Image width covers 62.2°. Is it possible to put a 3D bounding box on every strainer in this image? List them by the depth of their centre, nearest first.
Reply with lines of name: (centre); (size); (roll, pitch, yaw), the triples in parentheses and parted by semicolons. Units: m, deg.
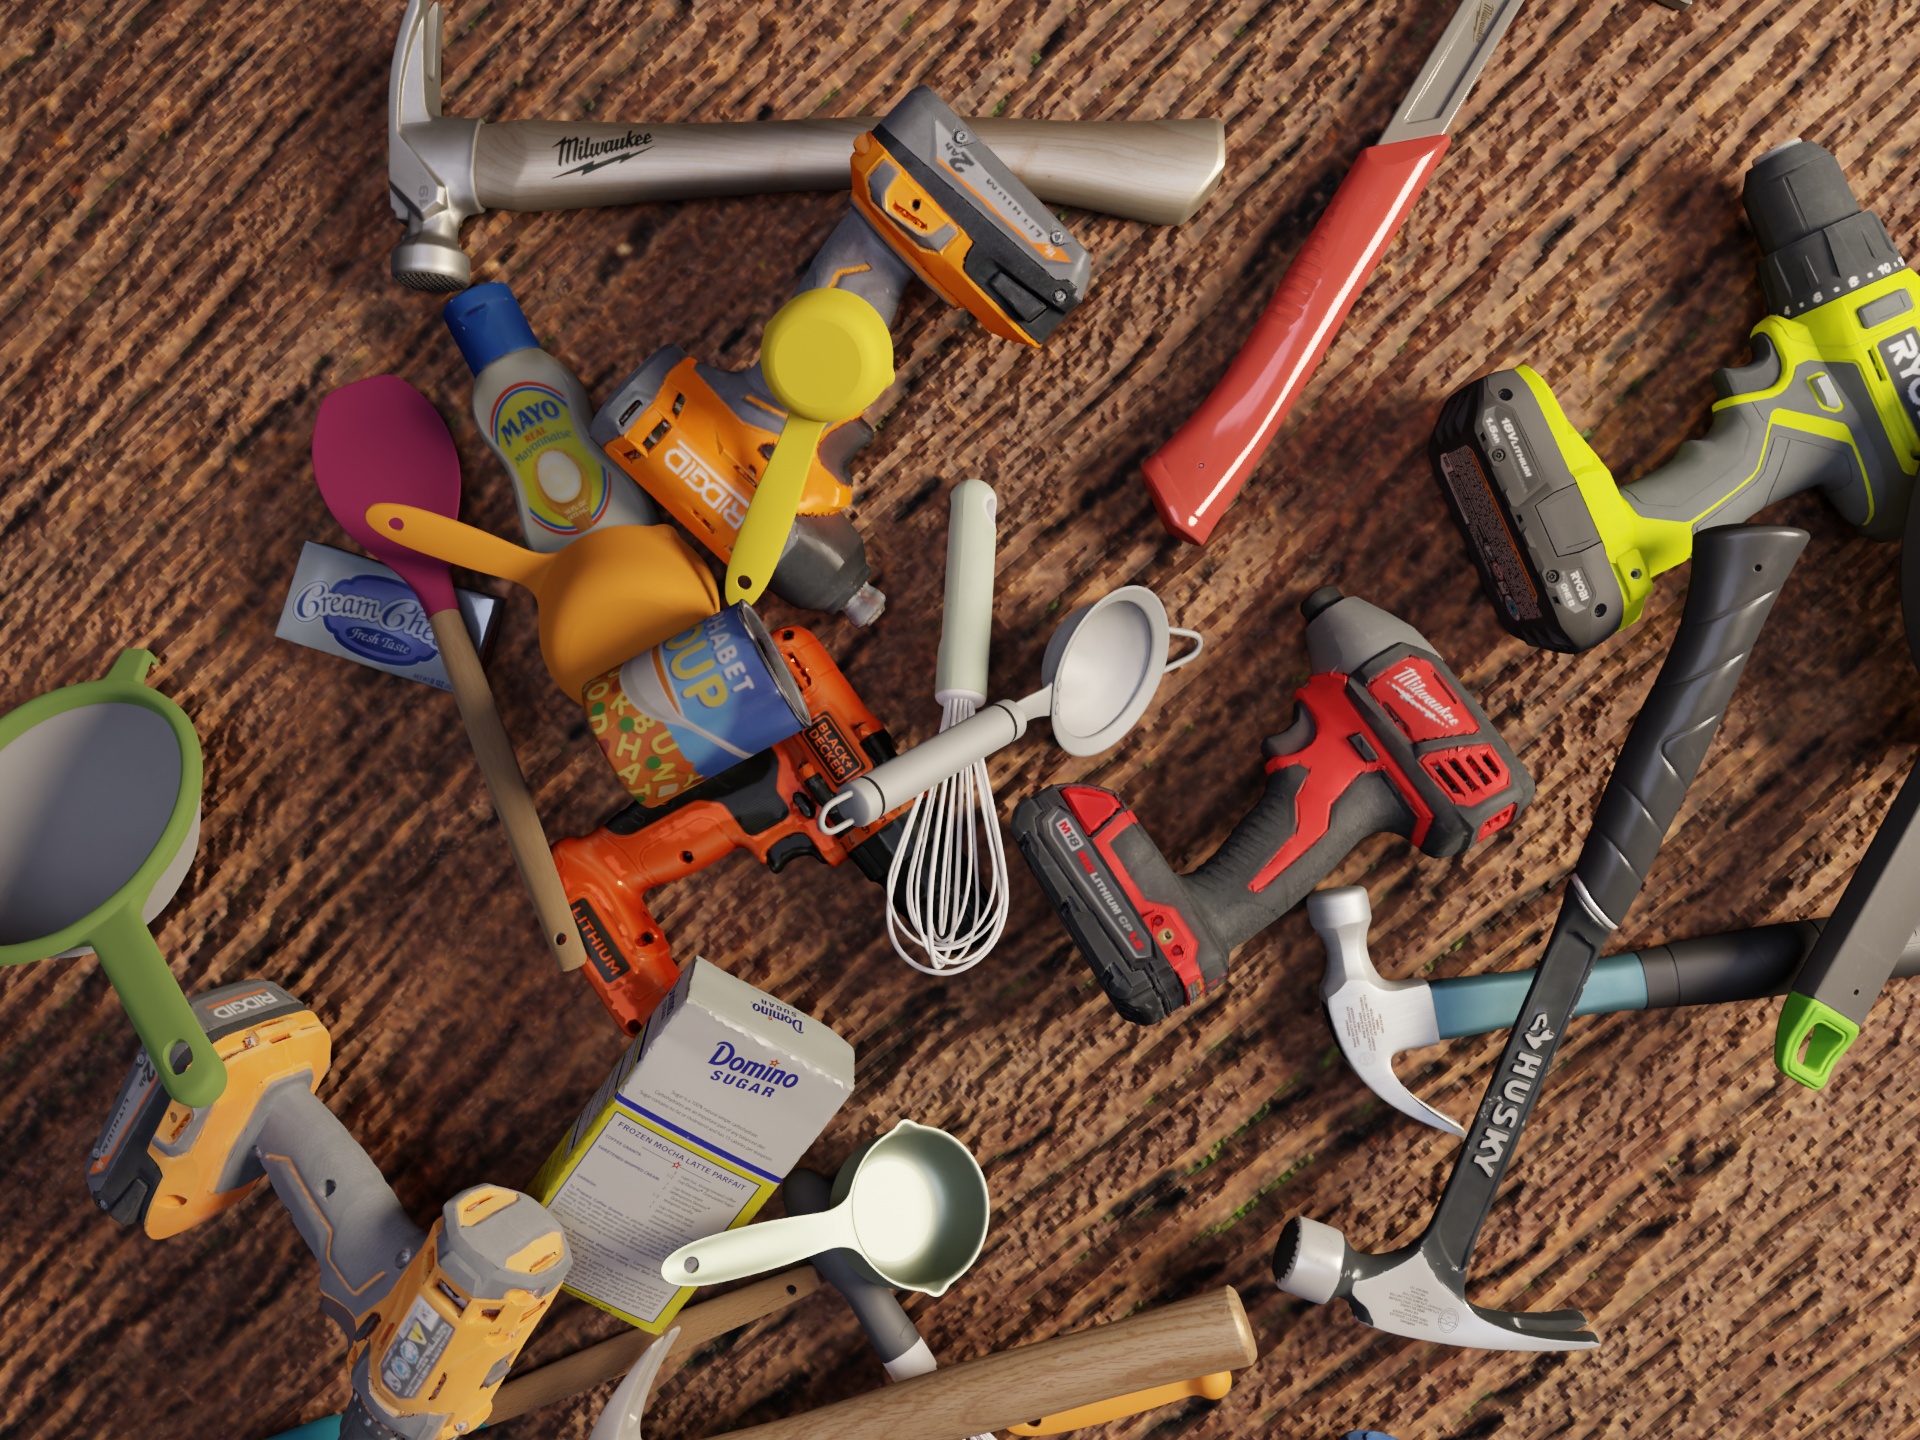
strainer: (0.023, -0.004, 0.712); (0.050, 0.258, 0.086); (22, 122, 32)
strainer: (-0.395, 0.092, 0.758); (0.151, 0.069, 0.257); (-39, 61, -10)

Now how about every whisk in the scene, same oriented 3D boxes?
whisk: (-0.001, -0.002, 0.751); (0.059, 0.057, 0.246); (-4, 69, 20)
whisk: (-0.007, 0.344, 0.782); (0.070, 0.070, 0.285); (-33, 84, 3)

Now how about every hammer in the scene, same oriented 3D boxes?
hammer: (0.285, 0.103, 0.722); (0.149, 0.036, 0.409); (20, 99, 0)
hammer: (-0.025, 0.323, 0.746); (0.331, 0.031, 0.130); (-20, 82, 10)
hammer: (0.342, 0.122, 0.770); (0.331, 0.033, 0.128); (-9, 89, 3)
hammer: (0.205, -0.241, 0.771); (0.149, 0.036, 0.359); (31, 92, 2)
hammer: (-0.077, -0.288, 0.785); (0.410, 0.038, 0.146); (0, 89, 2)

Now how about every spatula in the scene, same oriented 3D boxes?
spatula: (-0.217, 0.343, 0.796); (0.317, 0.044, 0.082); (-23, 92, 2)

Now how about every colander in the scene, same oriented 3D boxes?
colander: (0.484, -0.005, 0.691); (0.204, 0.094, 0.397); (29, 90, -22)

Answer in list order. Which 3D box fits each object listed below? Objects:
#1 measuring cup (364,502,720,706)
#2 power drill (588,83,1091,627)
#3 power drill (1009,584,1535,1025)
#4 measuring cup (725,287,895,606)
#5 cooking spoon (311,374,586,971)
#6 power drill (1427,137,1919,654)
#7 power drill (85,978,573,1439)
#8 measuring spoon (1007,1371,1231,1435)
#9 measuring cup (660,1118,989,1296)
measuring cup: (-0.193, -0.057, 0.746); (0.173, 0.052, 0.095); (20, 115, -26)
power drill: (-0.043, -0.160, 0.748); (0.164, 0.084, 0.226); (44, 105, -10)
power drill: (0.141, 0.035, 0.752); (0.219, 0.078, 0.143); (-31, 69, -2)
measuring cup: (-0.078, -0.116, 0.710); (0.062, 0.029, 0.156); (23, 110, -2)
cooking spoon: (-0.242, -0.028, 0.771); (0.069, 0.017, 0.319); (-22, 78, -9)
power drill: (0.346, -0.148, 0.746); (0.228, 0.080, 0.190); (-24, 91, 0)
power drill: (-0.308, 0.256, 0.756); (0.226, 0.084, 0.185); (36, 106, 15)
measuring spoon: (0.079, 0.342, 0.796); (0.117, 0.011, 0.021); (-13, 90, 3)
measuring cup: (-0.066, 0.241, 0.752); (0.167, 0.038, 0.083); (-5, 74, -30)
